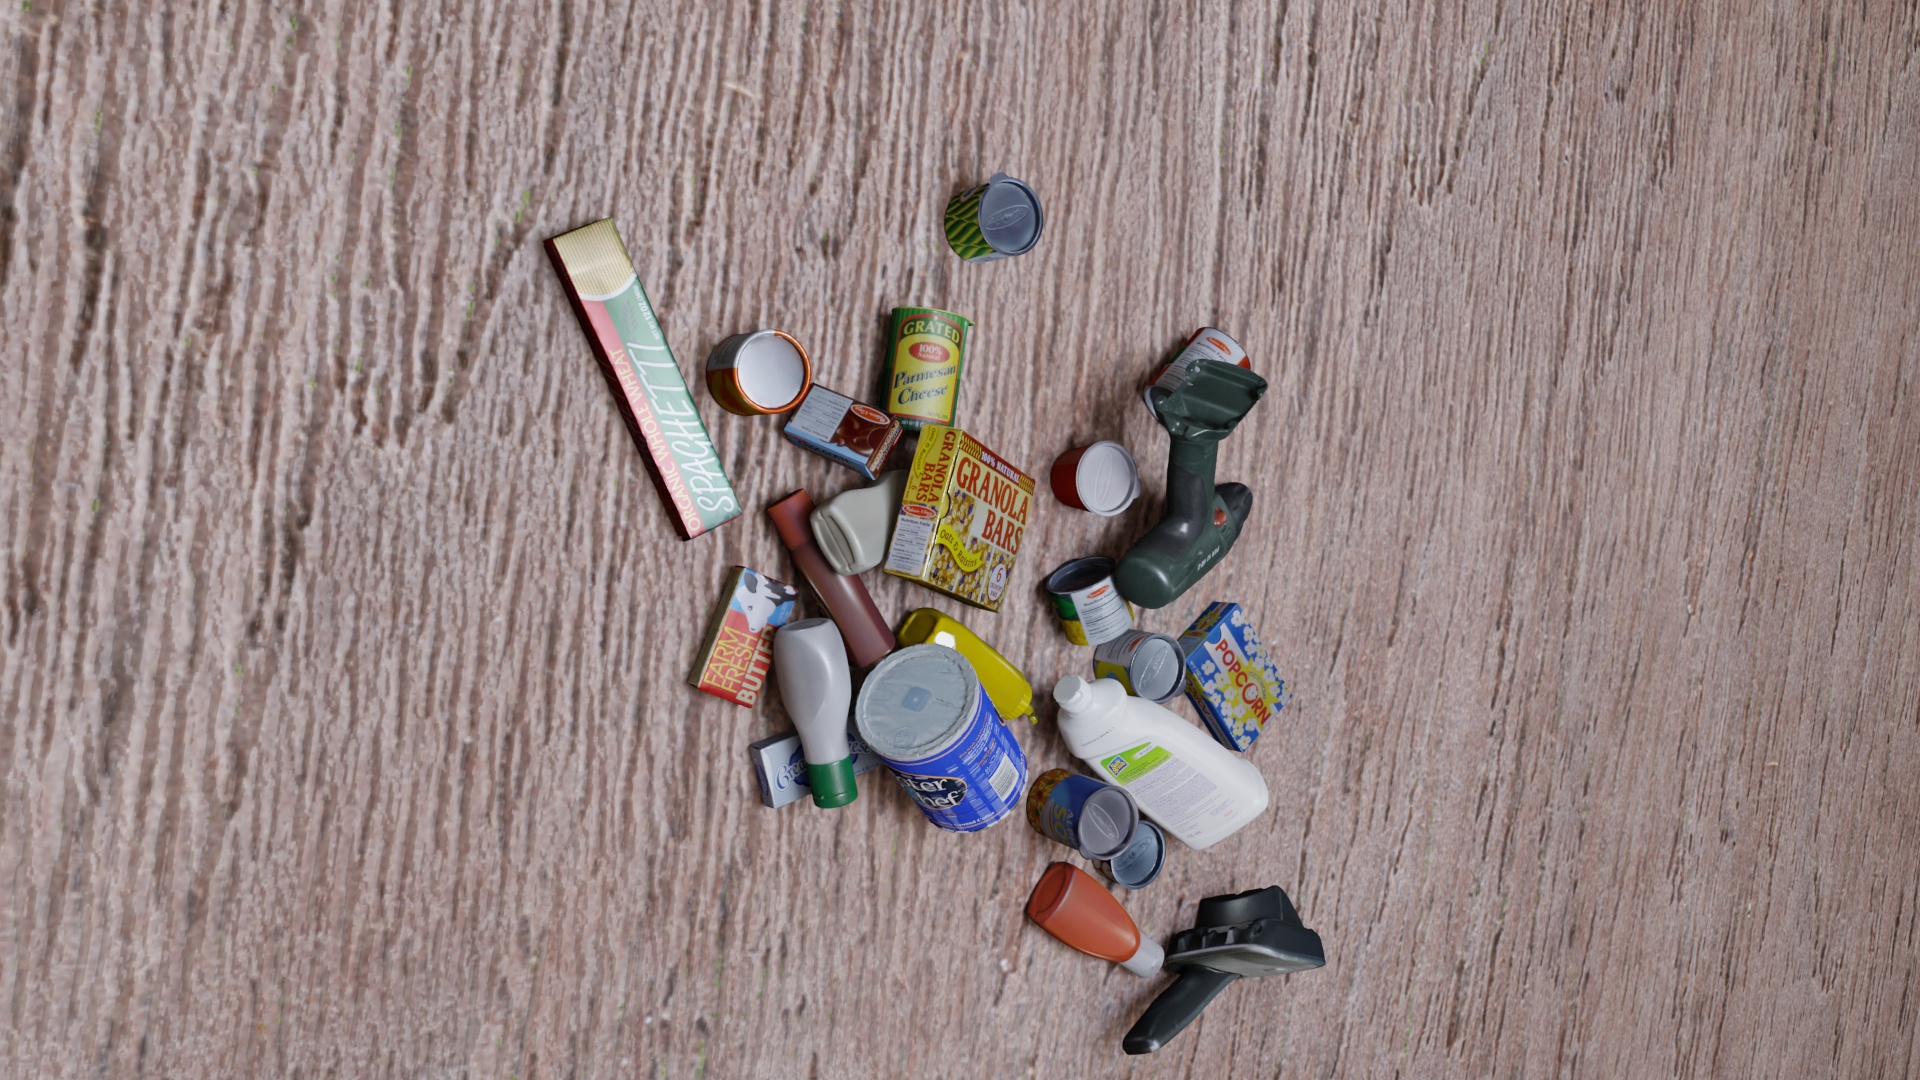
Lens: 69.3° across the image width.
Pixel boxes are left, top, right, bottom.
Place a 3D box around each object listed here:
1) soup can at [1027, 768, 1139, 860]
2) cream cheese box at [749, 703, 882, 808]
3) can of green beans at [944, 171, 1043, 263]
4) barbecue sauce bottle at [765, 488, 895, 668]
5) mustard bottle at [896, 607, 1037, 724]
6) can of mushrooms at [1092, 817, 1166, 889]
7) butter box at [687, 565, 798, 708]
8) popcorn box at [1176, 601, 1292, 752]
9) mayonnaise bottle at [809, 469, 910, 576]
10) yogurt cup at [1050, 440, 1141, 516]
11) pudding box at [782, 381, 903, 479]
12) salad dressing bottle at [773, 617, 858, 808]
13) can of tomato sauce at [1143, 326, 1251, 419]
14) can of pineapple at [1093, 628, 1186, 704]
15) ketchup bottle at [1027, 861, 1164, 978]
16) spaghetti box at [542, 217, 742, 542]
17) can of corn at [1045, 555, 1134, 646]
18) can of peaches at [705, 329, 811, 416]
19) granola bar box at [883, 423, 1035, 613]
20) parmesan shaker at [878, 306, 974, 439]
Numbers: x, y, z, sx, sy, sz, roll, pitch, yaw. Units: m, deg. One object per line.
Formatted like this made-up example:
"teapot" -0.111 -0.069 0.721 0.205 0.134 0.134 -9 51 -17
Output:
"soup can" 0.107 0.247 1.253 0.071 0.083 0.071 -2 94 -31
"cream cheese box" -0.119 0.177 1.147 0.104 0.024 0.053 -19 101 -29
"can of green beans" 0.028 -0.274 1.193 0.071 0.058 0.071 -2 94 -31
"barbecue sauce bottle" -0.106 0.030 1.127 0.044 0.065 0.148 -30 99 -6
"mustard bottle" 0.016 0.116 1.206 0.160 0.065 0.049 40 77 -33
"can of mushrooms" 0.159 0.292 1.316 0.071 0.033 0.071 -2 94 -31
"butter box" -0.173 0.077 1.108 0.053 0.024 0.103 25 79 -29
"popcorn box" 0.265 0.134 1.370 0.085 0.038 0.126 -43 113 -21
"mayonnaise bottle" -0.058 -0.025 1.134 0.149 0.041 0.064 -34 99 -51
"yogurt cup" 0.119 -0.056 1.262 0.072 0.054 0.072 -2 94 -31
"pudding box" -0.094 -0.088 1.115 0.050 0.084 0.030 -61 158 -15
"salad dressing bottle" -0.112 0.138 1.104 0.044 0.064 0.147 -19 103 -49
"can of tomato sauce" 0.224 -0.149 1.316 0.083 0.071 0.071 -47 114 -20
"can of pineapple" 0.168 0.118 1.298 0.071 0.058 0.071 -2 94 -31
"ketchup bottle" 0.131 0.361 1.296 0.148 0.043 0.065 40 73 -27
"spaghetti box" -0.238 -0.119 1.056 0.050 0.028 0.249 -30 107 -26
"can of corn" 0.117 0.054 1.260 0.071 0.071 0.058 -32 113 -26
"can of peaches" -0.156 -0.129 1.089 0.071 0.058 0.071 -2 93 -31
"granola bar box" 0.004 -0.014 1.155 0.165 0.039 0.124 27 76 -64
"parmesan shaker" -0.029 -0.137 1.159 0.071 0.071 0.103 8 88 -31
